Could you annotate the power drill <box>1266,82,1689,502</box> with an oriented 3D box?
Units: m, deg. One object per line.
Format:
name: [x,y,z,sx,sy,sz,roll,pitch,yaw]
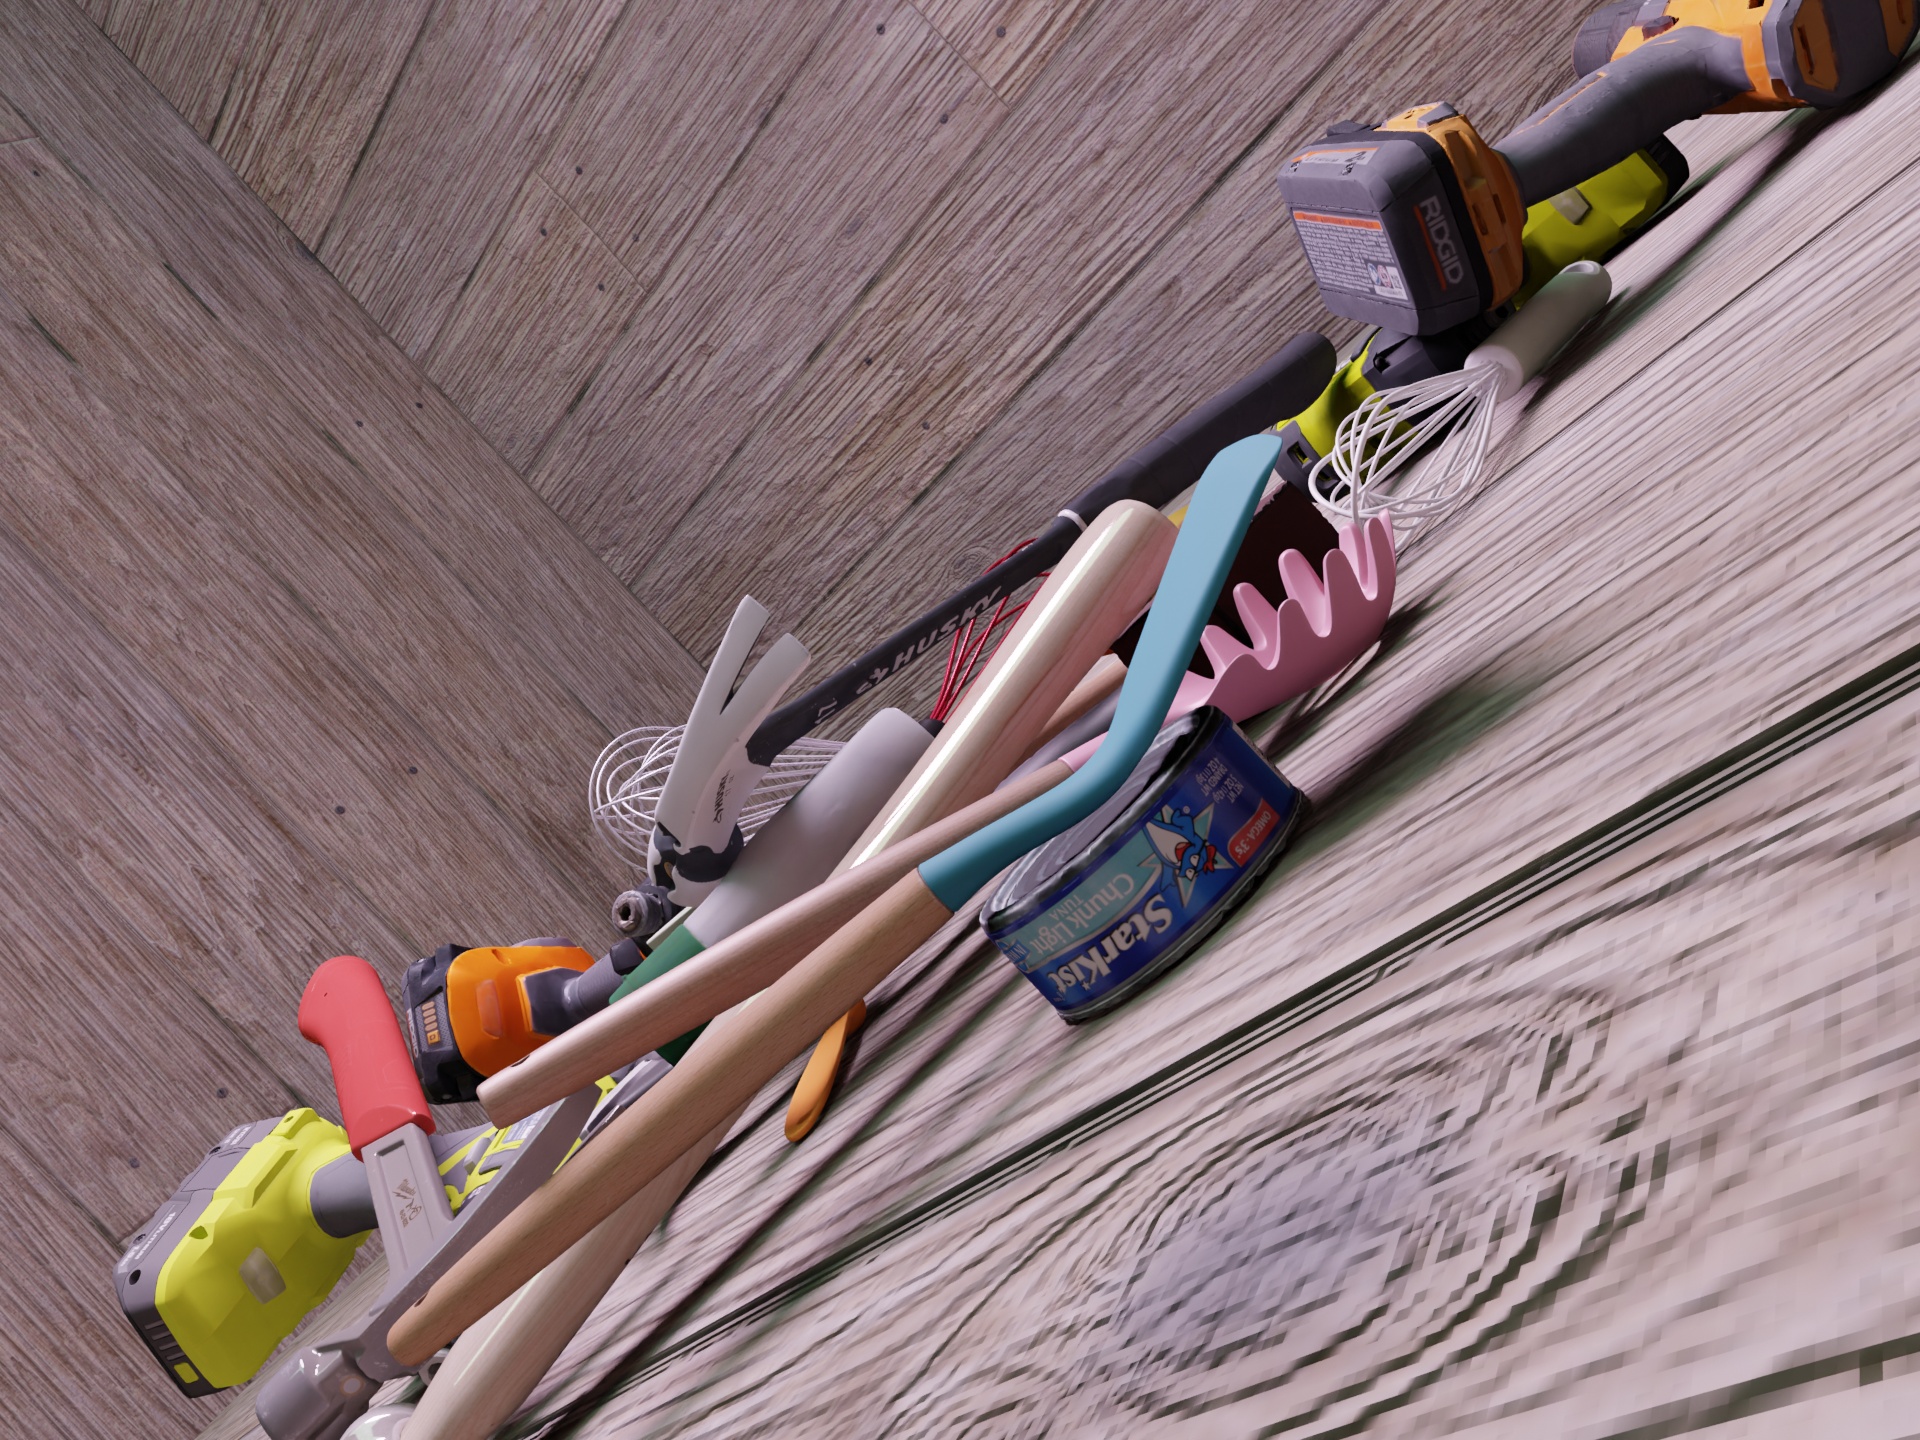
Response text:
power drill: [0.266,-0.218,0.810,0.223,0.080,0.171,-48,4,-21]

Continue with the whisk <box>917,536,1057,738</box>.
whisk: [-0.001,-0.002,0.719,0.073,0.073,0.296,-41,6,45]

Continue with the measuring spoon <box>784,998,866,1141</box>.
measuring spoon: [-0.049,0.133,0.606,0.021,0.011,0.117,-39,7,11]

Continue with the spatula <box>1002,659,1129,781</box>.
spatula: [0.007,0.033,0.798,0.316,0.059,0.018,-35,32,-30]

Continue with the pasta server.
pasta server: [0.006,0.023,0.461,0.316,0.040,0.060,-28,4,-17]

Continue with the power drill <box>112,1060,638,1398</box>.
power drill: [-0.255,0.230,0.714,0.228,0.080,0.191,-16,21,17]

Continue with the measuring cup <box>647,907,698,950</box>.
measuring cup: [-0.063,0.060,0.699,0.167,0.038,0.083,-38,1,-36]

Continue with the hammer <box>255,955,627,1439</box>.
hammer: [-0.241,0.159,0.684,0.149,0.036,0.359,-46,24,-12]

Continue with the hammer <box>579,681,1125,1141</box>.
hammer: [-0.020,0.072,0.644,0.335,0.035,0.146,-39,2,7]

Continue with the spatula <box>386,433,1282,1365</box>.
spatula: [-0.033,0.051,0.401,0.317,0.044,0.082,-41,7,3]

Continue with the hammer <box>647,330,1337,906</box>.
hammer: [0.037,-0.075,0.666,0.409,0.036,0.149,-37,-17,-33]

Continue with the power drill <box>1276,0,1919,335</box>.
power drill: [0.257,-0.259,0.694,0.226,0.084,0.185,-28,22,1]

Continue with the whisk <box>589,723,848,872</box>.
whisk: [-0.050,0.026,0.791,0.284,0.070,0.070,-8,-20,-35]

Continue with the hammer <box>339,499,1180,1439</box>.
hammer: [-0.056,0.089,0.489,0.411,0.038,0.146,-52,6,-13]

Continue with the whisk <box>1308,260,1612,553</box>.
whisk: [0.211,-0.135,0.638,0.058,0.059,0.246,10,37,39]

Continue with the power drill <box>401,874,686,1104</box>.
power drill: [-0.179,0.129,0.819,0.226,0.084,0.164,-25,-19,23]

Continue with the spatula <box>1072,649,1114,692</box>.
spatula: [0.051,0.011,0.937,0.081,0.041,0.323,-41,7,50]
